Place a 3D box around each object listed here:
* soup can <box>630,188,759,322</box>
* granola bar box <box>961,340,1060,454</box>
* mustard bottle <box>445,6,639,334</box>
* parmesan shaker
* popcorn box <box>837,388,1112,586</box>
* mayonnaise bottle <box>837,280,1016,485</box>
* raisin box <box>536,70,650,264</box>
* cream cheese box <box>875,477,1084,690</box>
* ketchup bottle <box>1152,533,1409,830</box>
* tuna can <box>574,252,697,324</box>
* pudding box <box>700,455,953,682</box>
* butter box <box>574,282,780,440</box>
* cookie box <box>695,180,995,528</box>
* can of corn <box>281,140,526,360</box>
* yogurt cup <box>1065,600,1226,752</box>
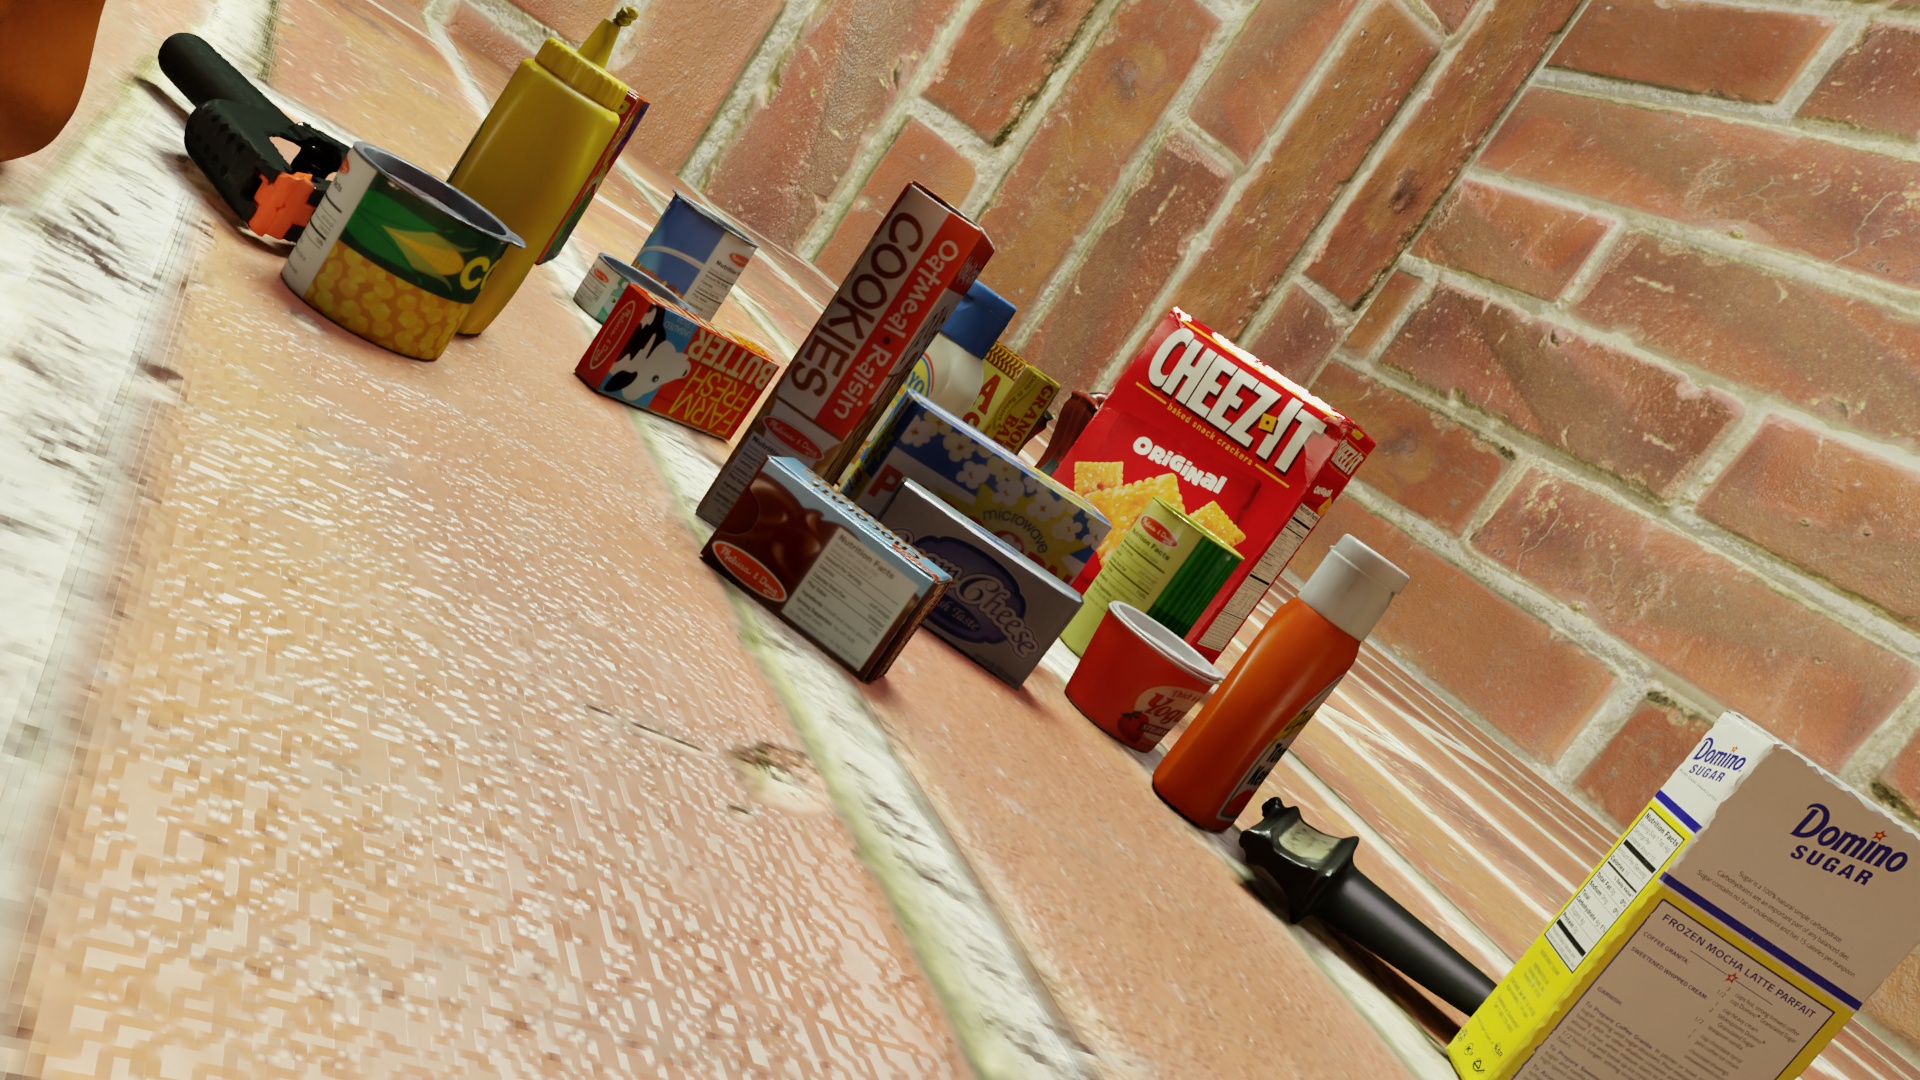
[{"bbox_3d":[-0.190,-0.187,0.953,0.071,0.083,0.071,34,9,-6],"label":"soup can"},{"bbox_3d":[-0.021,-0.090,0.928,0.039,0.124,0.166,27,11,-41],"label":"granola bar box"},{"bbox_3d":[-0.189,-0.168,0.611,0.049,0.160,0.065,32,9,-18],"label":"mustard bottle"},{"bbox_3d":[0.113,0.032,0.842,0.071,0.103,0.071,34,9,-6],"label":"parmesan shaker"},{"bbox_3d":[0.003,-0.009,0.713,0.126,0.085,0.038,31,9,-22],"label":"popcorn box"},{"bbox_3d":[-0.022,-0.089,0.842,0.041,0.148,0.065,25,13,-50],"label":"mayonnaise bottle"},{"bbox_3d":[-0.251,-0.243,0.897,0.040,0.123,0.086,33,9,-14],"label":"raisin box"},{"bbox_3d":[0.001,0.020,0.659,0.104,0.053,0.024,34,8,-2],"label":"cream cheese box"},{"bbox_3d":[0.151,0.066,0.653,0.043,0.148,0.065,38,9,21],"label":"ketchup bottle"},{"bbox_3d":[-0.201,-0.145,0.859,0.071,0.032,0.071,34,9,-6],"label":"tuna can"},{"bbox_3d":[-0.051,0.010,0.536,0.084,0.049,0.030,36,9,9],"label":"pudding box"},{"bbox_3d":[-0.142,-0.089,0.710,0.024,0.053,0.103,40,10,30],"label":"butter box"},{"bbox_3d":[-0.048,-0.079,0.633,0.040,0.167,0.123,35,9,-2],"label":"cookie box"},{"bbox_3d":[-0.216,-0.110,0.541,0.071,0.058,0.071,34,9,-6],"label":"can of corn"},{"bbox_3d":[0.091,0.071,0.713,0.072,0.054,0.072,34,9,-6],"label":"yogurt cup"}]
